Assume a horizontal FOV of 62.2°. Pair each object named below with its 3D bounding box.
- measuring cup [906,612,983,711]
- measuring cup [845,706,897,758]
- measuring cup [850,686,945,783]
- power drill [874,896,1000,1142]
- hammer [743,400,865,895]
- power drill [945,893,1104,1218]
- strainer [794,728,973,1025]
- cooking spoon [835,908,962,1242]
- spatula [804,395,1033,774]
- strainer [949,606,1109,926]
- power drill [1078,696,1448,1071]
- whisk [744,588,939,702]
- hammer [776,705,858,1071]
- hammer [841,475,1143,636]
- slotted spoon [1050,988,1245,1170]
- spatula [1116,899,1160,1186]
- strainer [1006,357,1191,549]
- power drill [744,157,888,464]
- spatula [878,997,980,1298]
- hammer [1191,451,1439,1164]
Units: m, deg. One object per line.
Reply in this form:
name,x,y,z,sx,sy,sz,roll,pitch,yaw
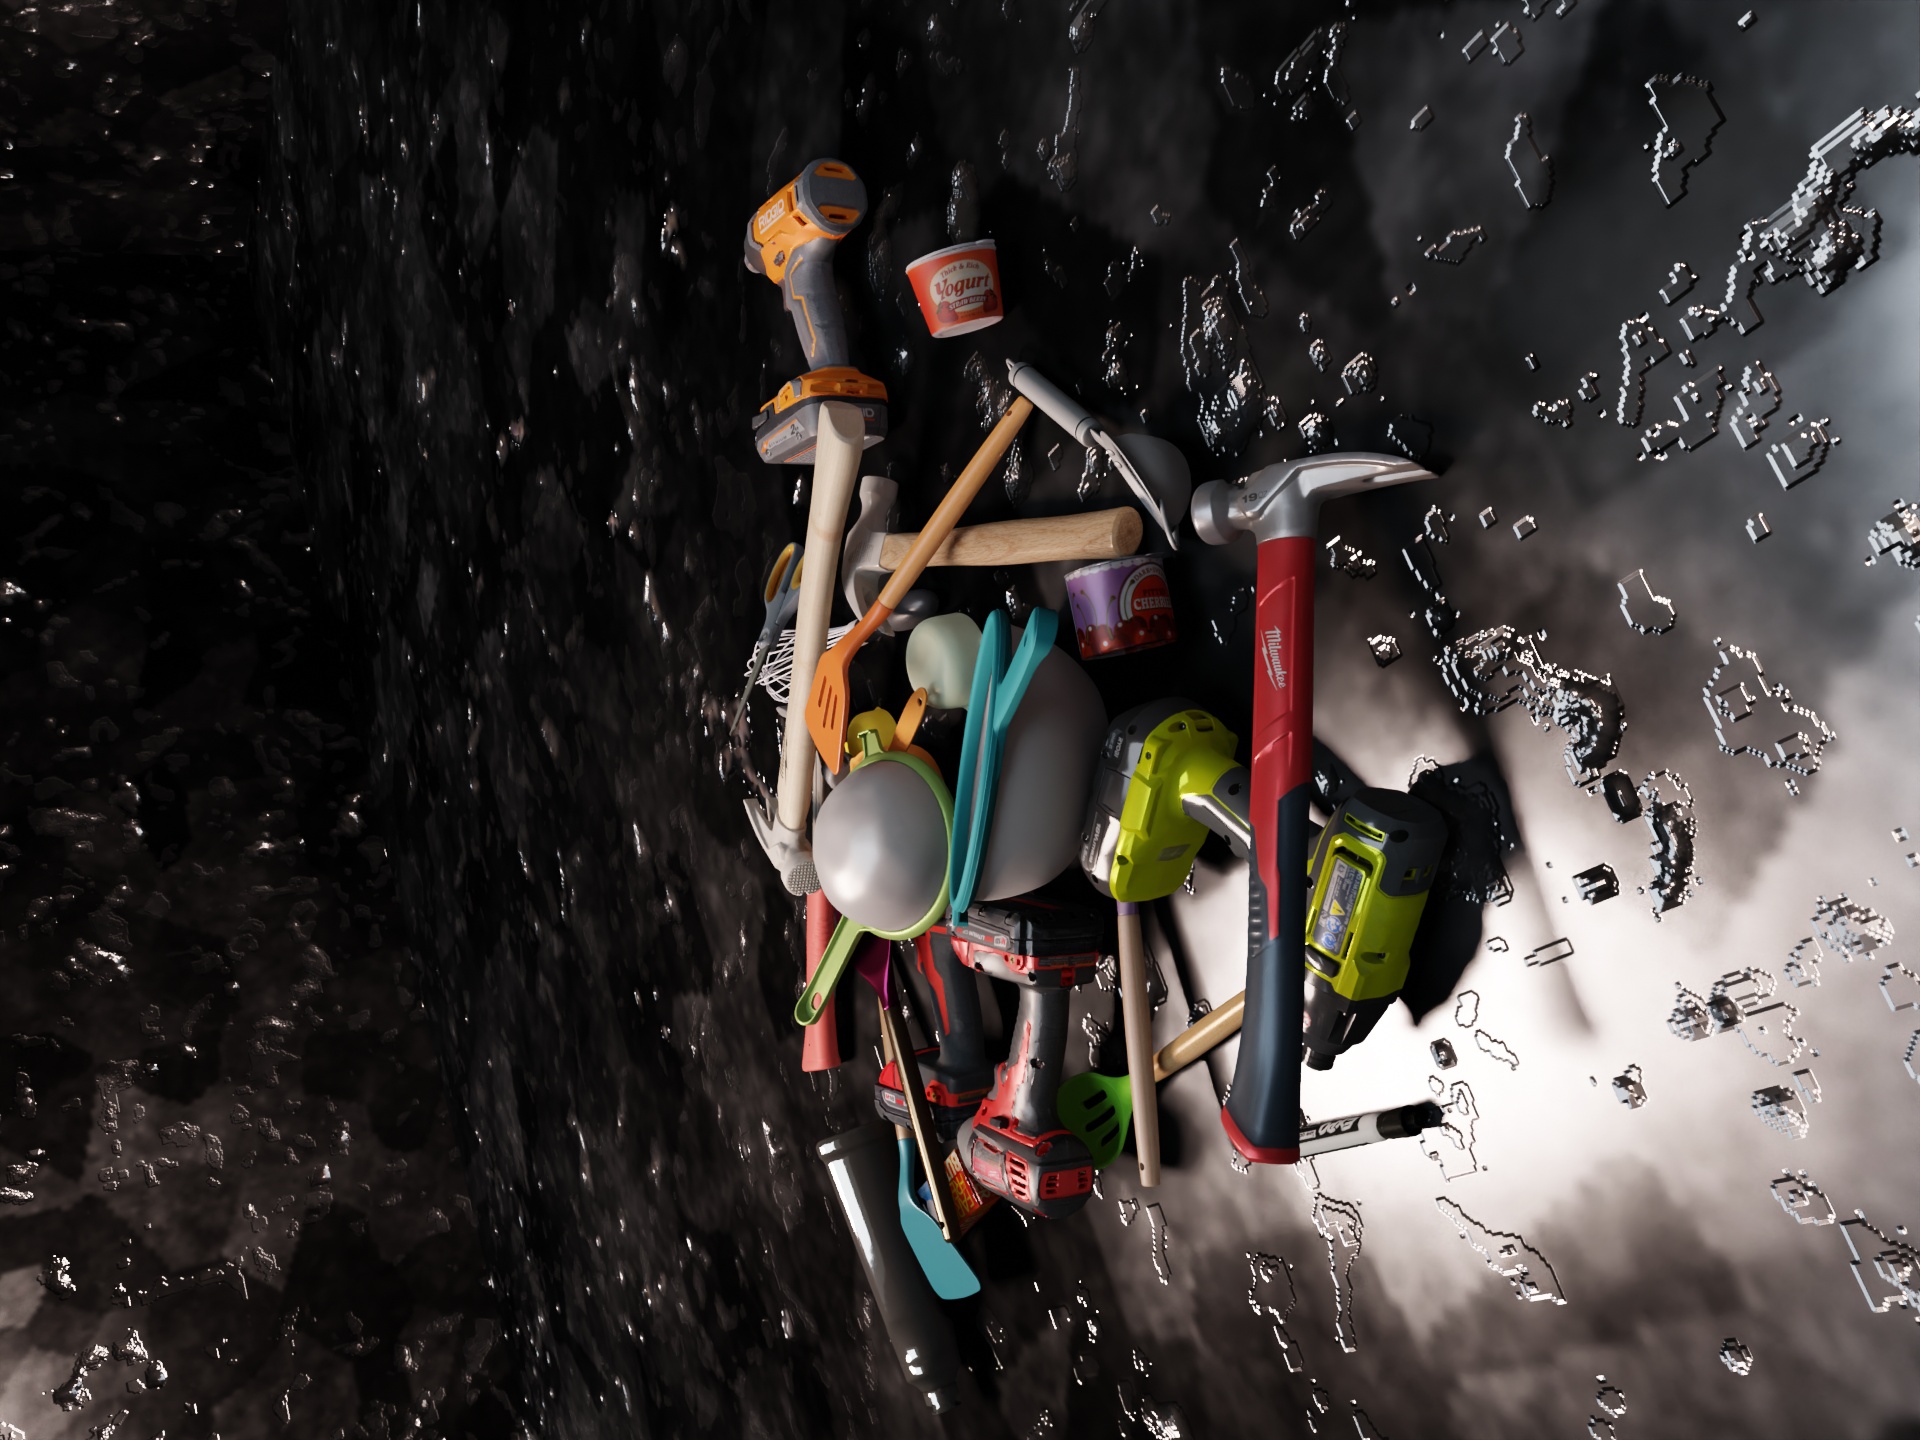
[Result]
measuring cup,-0.002,-0.004,1.256,0.083,0.038,0.168,-34,67,54
measuring cup,-0.104,0.028,1.426,0.156,0.029,0.062,-18,82,55
measuring cup,-0.037,0.033,1.304,0.095,0.052,0.173,55,139,32
power drill,-0.030,0.217,1.322,0.188,0.080,0.226,1,96,56
hammer,-0.128,-0.065,1.329,0.146,0.038,0.410,-131,45,-55
power drill,0.042,0.244,1.183,0.143,0.078,0.219,2,91,60
strainer,-0.095,0.143,1.263,0.152,0.069,0.256,42,116,36
cooking spoon,-0.048,0.255,1.269,0.068,0.017,0.319,-35,62,38
spatula,-0.036,-0.105,1.202,0.322,0.041,0.081,-54,41,18
strainer,0.060,0.010,1.044,0.340,0.095,0.211,110,167,-68
power drill,0.177,0.093,0.970,0.223,0.080,0.171,34,119,46
whisk,-0.104,-0.070,1.388,0.284,0.070,0.070,-19,82,51
hammer,-0.133,0.167,1.480,0.149,0.036,0.358,-137,44,-56
hammer,0.012,-0.129,1.192,0.331,0.031,0.130,4,81,53
slotted spoon,0.148,0.234,1.098,0.313,0.031,0.070,-51,53,46
spatula,0.118,0.161,1.106,0.060,0.018,0.316,-20,72,61
strainer,0.092,-0.193,1.069,0.086,0.050,0.259,50,180,-45
power drill,-0.133,-0.335,1.344,0.164,0.084,0.226,-10,85,58
spatula,-0.041,0.337,1.381,0.082,0.044,0.318,-44,50,55
hammer,0.189,0.045,0.872,0.143,0.038,0.386,-5,78,43
